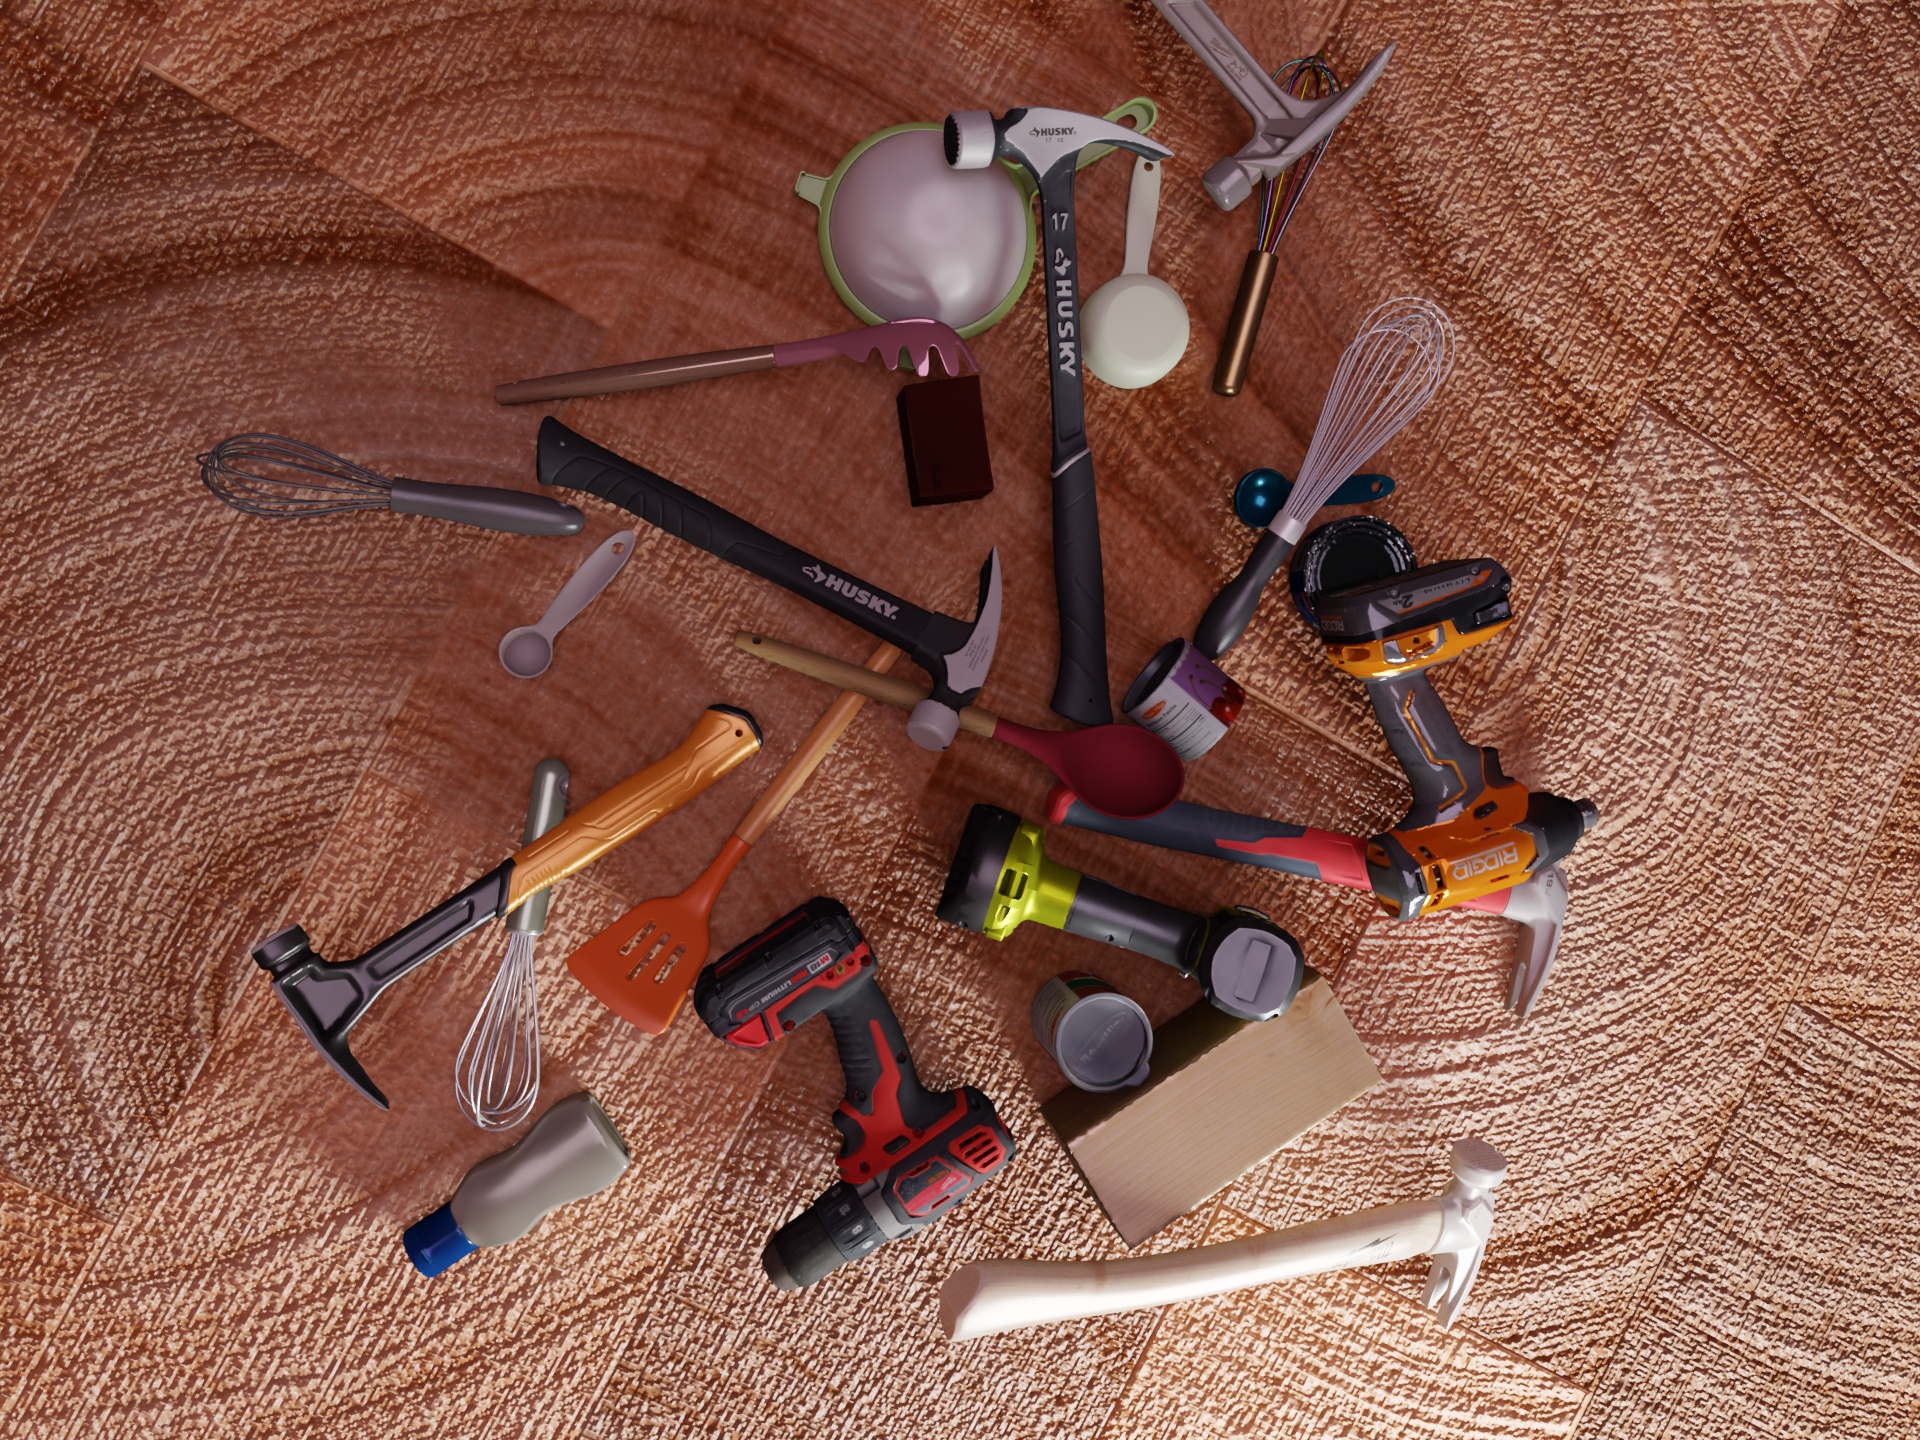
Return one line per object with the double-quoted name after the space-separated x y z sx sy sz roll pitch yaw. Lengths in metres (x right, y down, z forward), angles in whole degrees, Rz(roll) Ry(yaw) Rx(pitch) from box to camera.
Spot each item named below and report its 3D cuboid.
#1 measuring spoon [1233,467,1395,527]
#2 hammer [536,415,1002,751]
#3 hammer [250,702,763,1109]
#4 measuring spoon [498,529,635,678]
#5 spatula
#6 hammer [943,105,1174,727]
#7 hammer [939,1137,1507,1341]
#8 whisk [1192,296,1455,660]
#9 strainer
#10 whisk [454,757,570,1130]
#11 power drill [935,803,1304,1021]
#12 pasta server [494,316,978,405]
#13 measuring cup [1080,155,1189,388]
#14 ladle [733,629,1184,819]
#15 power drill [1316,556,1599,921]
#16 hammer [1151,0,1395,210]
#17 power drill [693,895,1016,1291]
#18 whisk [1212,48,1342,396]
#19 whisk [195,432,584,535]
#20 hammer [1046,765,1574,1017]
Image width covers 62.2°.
0.250 -0.164 1.135 0.128 0.021 0.042 -8 110 -17 "measuring spoon"
-0.128 -0.114 1.051 0.334 0.035 0.146 27 63 -2 "hammer"
-0.265 0.100 1.016 0.337 0.034 0.127 -35 96 -19 "hammer"
-0.259 -0.079 1.059 0.034 0.018 0.124 41 79 -8 "measuring spoon"
-0.132 0.060 1.067 0.081 0.041 0.322 37 84 7 "spatula"
0.077 -0.194 1.061 0.149 0.036 0.408 -9 104 -17 "hammer"
0.180 0.371 1.062 0.410 0.038 0.146 -1 113 -22 "hammer"
0.244 -0.160 1.092 0.070 0.070 0.284 30 103 -9 "whisk"
0.027 -0.358 1.064 0.256 0.069 0.151 -31 96 -5 "strainer"
-0.289 0.146 1.044 0.059 0.057 0.246 8 86 12 "whisk"
0.108 0.128 1.051 0.228 0.190 0.080 19 89 5 "power drill"
-0.147 -0.228 1.044 0.316 0.060 0.040 -8 104 1 "pasta server"
0.126 -0.315 1.096 0.083 0.038 0.167 5 93 -9 "measuring cup"
-0.002 -0.003 1.068 0.315 0.031 0.069 19 66 -3 "ladle"
0.342 0.008 1.084 0.164 0.084 0.226 -16 96 -9 "power drill"
0.123 -0.525 1.065 0.149 0.037 0.359 -41 90 8 "hammer"
-0.092 0.254 1.065 0.188 0.080 0.226 -33 99 -6 "power drill"
0.216 -0.347 1.109 0.051 0.047 0.245 15 93 -10 "whisk"
-0.363 -0.146 1.023 0.239 0.055 0.055 7 91 -13 "whisk"
0.246 0.109 1.130 0.386 0.038 0.143 12 92 -9 "hammer"
